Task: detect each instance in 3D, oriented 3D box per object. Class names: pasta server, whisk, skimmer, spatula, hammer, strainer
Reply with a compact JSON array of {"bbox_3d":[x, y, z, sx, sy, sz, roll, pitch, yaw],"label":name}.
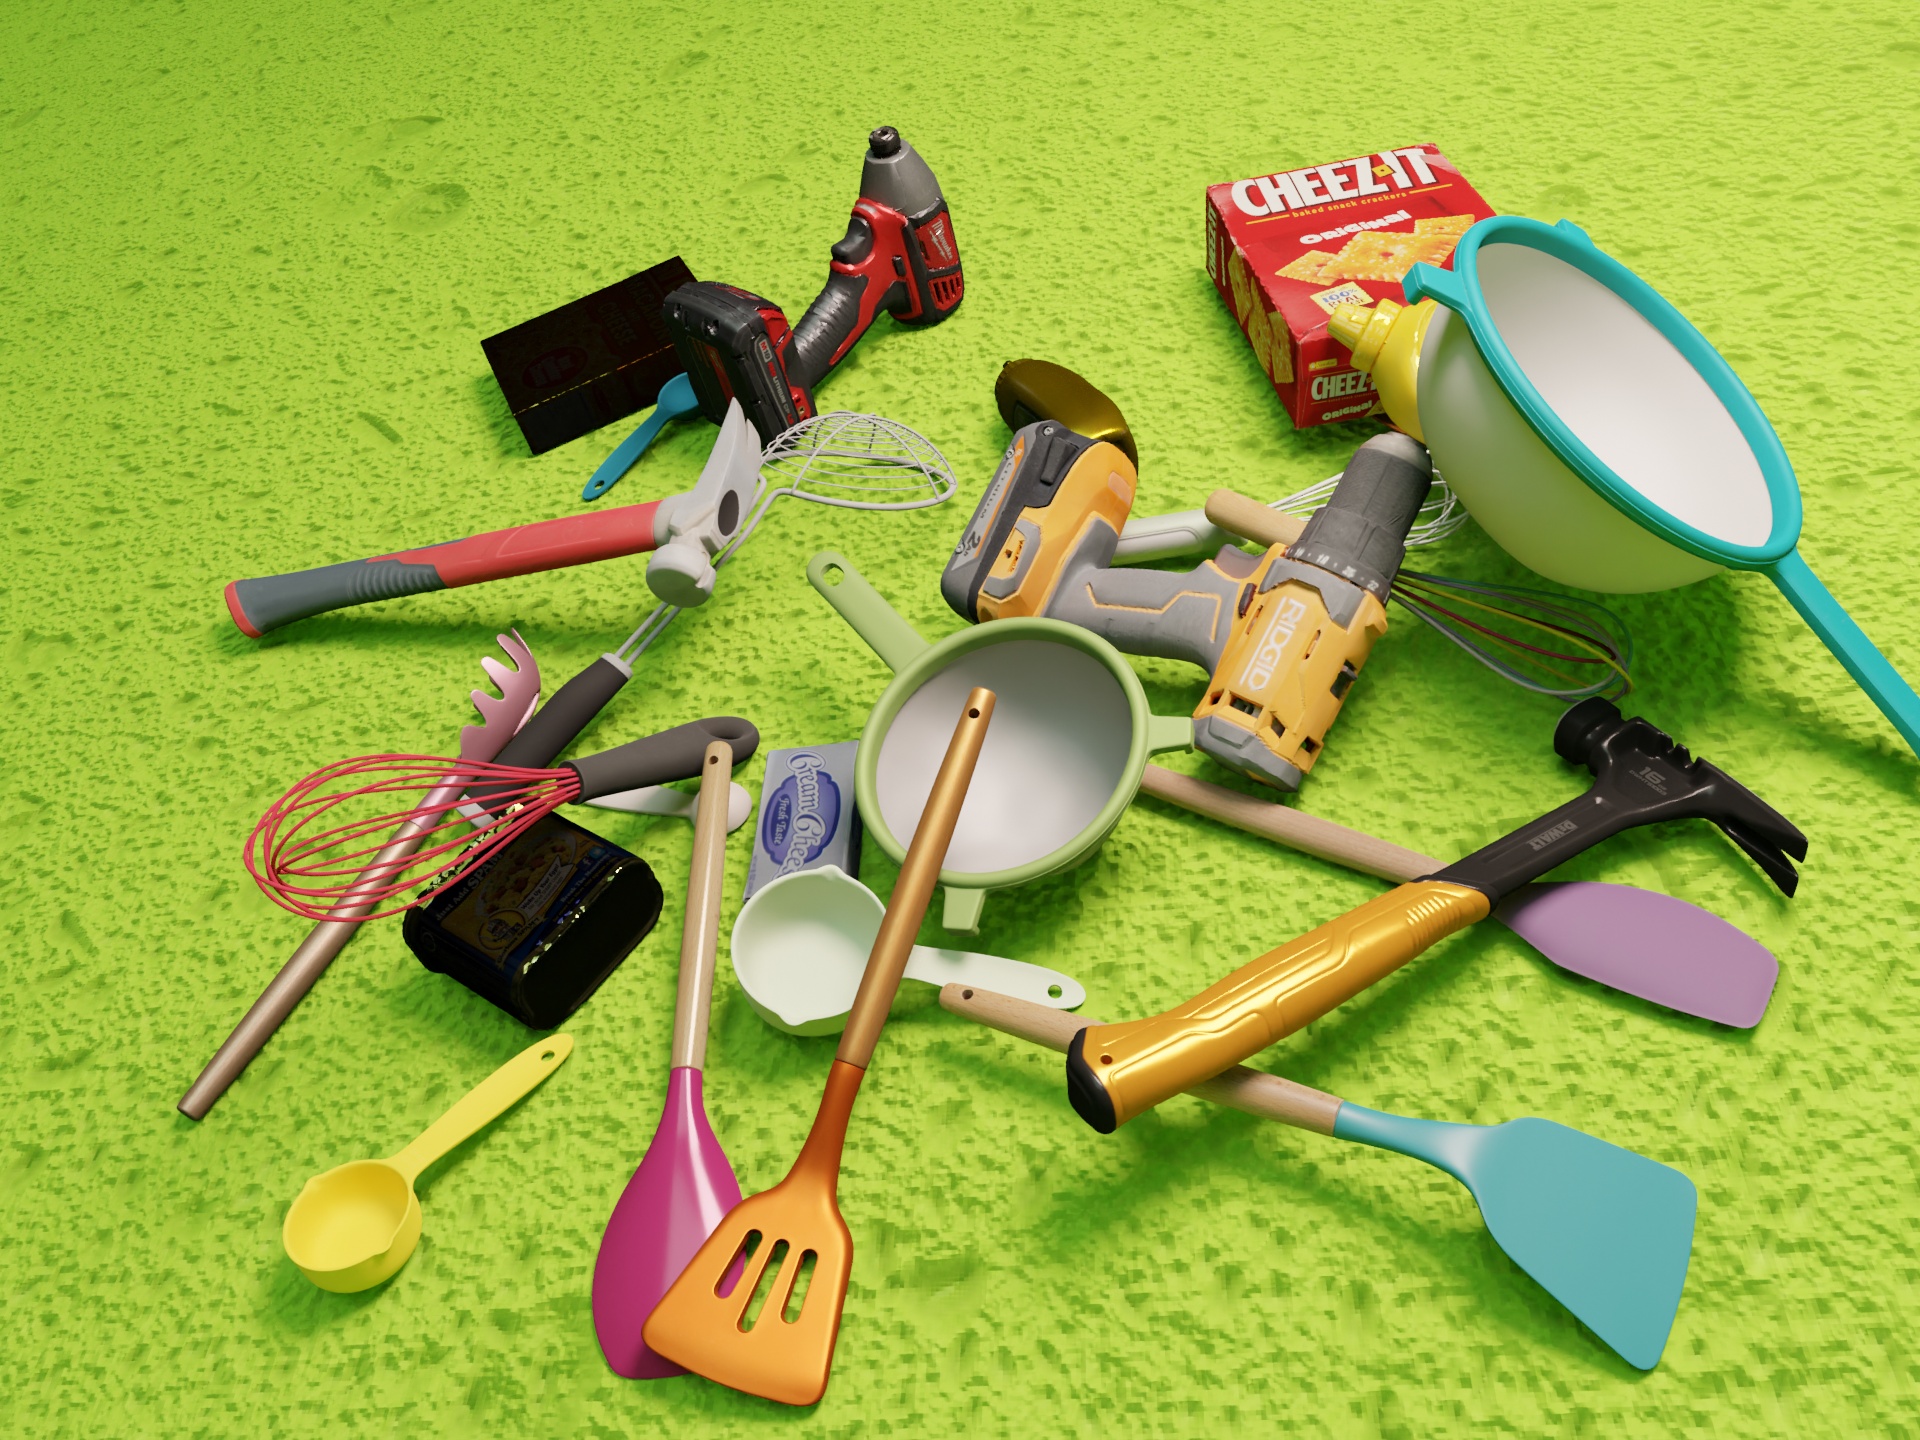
[{"bbox_3d":[-0.323,0.076,0.873,0.040,0.060,0.316,33,59,-4],"label":"pasta server"},{"bbox_3d":[-0.209,0.035,0.785,0.073,0.073,0.295,24,25,33],"label":"whisk"},{"bbox_3d":[-0.149,-0.059,0.958,0.127,0.090,0.363,28,70,40],"label":"skimmer"},{"bbox_3d":[0.232,-0.071,0.823,0.245,0.051,0.047,30,20,30],"label":"whisk"},{"bbox_3d":[-0.041,0.128,0.702,0.081,0.041,0.323,16,72,13],"label":"spatula"},{"bbox_3d":[-0.303,-0.111,0.995,0.386,0.038,0.143,-6,50,24],"label":"hammer"},{"bbox_3d":[0.210,0.067,0.743,0.316,0.018,0.060,18,50,28],"label":"spatula"},{"bbox_3d":[0.131,0.164,0.657,0.318,0.044,0.082,13,52,27],"label":"spatula"},{"bbox_3d":[0.168,-0.112,0.905,0.246,0.057,0.059,-7,38,16],"label":"whisk"},{"bbox_3d":[0.196,0.090,0.677,0.337,0.034,0.127,-24,41,-19],"label":"hammer"},{"bbox_3d":[-0.001,-0.003,0.825,0.151,0.069,0.257,-40,52,-5],"label":"strainer"},{"bbox_3d":[0.333,-0.086,0.763,0.211,0.095,0.340,-28,77,-44],"label":"strainer"}]

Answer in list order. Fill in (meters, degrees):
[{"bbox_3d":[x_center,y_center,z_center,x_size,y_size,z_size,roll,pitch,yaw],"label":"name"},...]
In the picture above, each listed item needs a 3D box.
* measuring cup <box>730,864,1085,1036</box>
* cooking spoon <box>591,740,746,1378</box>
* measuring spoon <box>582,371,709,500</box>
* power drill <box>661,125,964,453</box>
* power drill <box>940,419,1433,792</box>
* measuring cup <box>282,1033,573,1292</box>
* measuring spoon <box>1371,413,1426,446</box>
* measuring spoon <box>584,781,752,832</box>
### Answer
[{"bbox_3d":[-0.025,0.121,0.754,0.167,0.038,0.083,10,58,2],"label":"measuring cup"},{"bbox_3d":[-0.127,0.142,0.750,0.069,0.017,0.319,-7,53,9],"label":"cooking spoon"},{"bbox_3d":[-0.218,-0.195,1.120,0.042,0.021,0.129,26,68,33],"label":"measuring spoon"},{"bbox_3d":[-0.090,-0.297,1.089,0.079,0.143,0.220,30,64,33],"label":"power drill"},{"bbox_3d":[0.120,-0.087,0.831,0.226,0.084,0.185,28,90,34],"label":"power drill"},{"bbox_3d":[-0.240,0.204,0.744,0.062,0.029,0.156,24,46,33],"label":"measuring cup"},{"bbox_3d":[0.257,-0.189,0.979,0.021,0.011,0.117,-32,50,-24],"label":"measuring spoon"},{"bbox_3d":[-0.172,0.040,0.878,0.124,0.018,0.034,7,50,23],"label":"measuring spoon"}]
